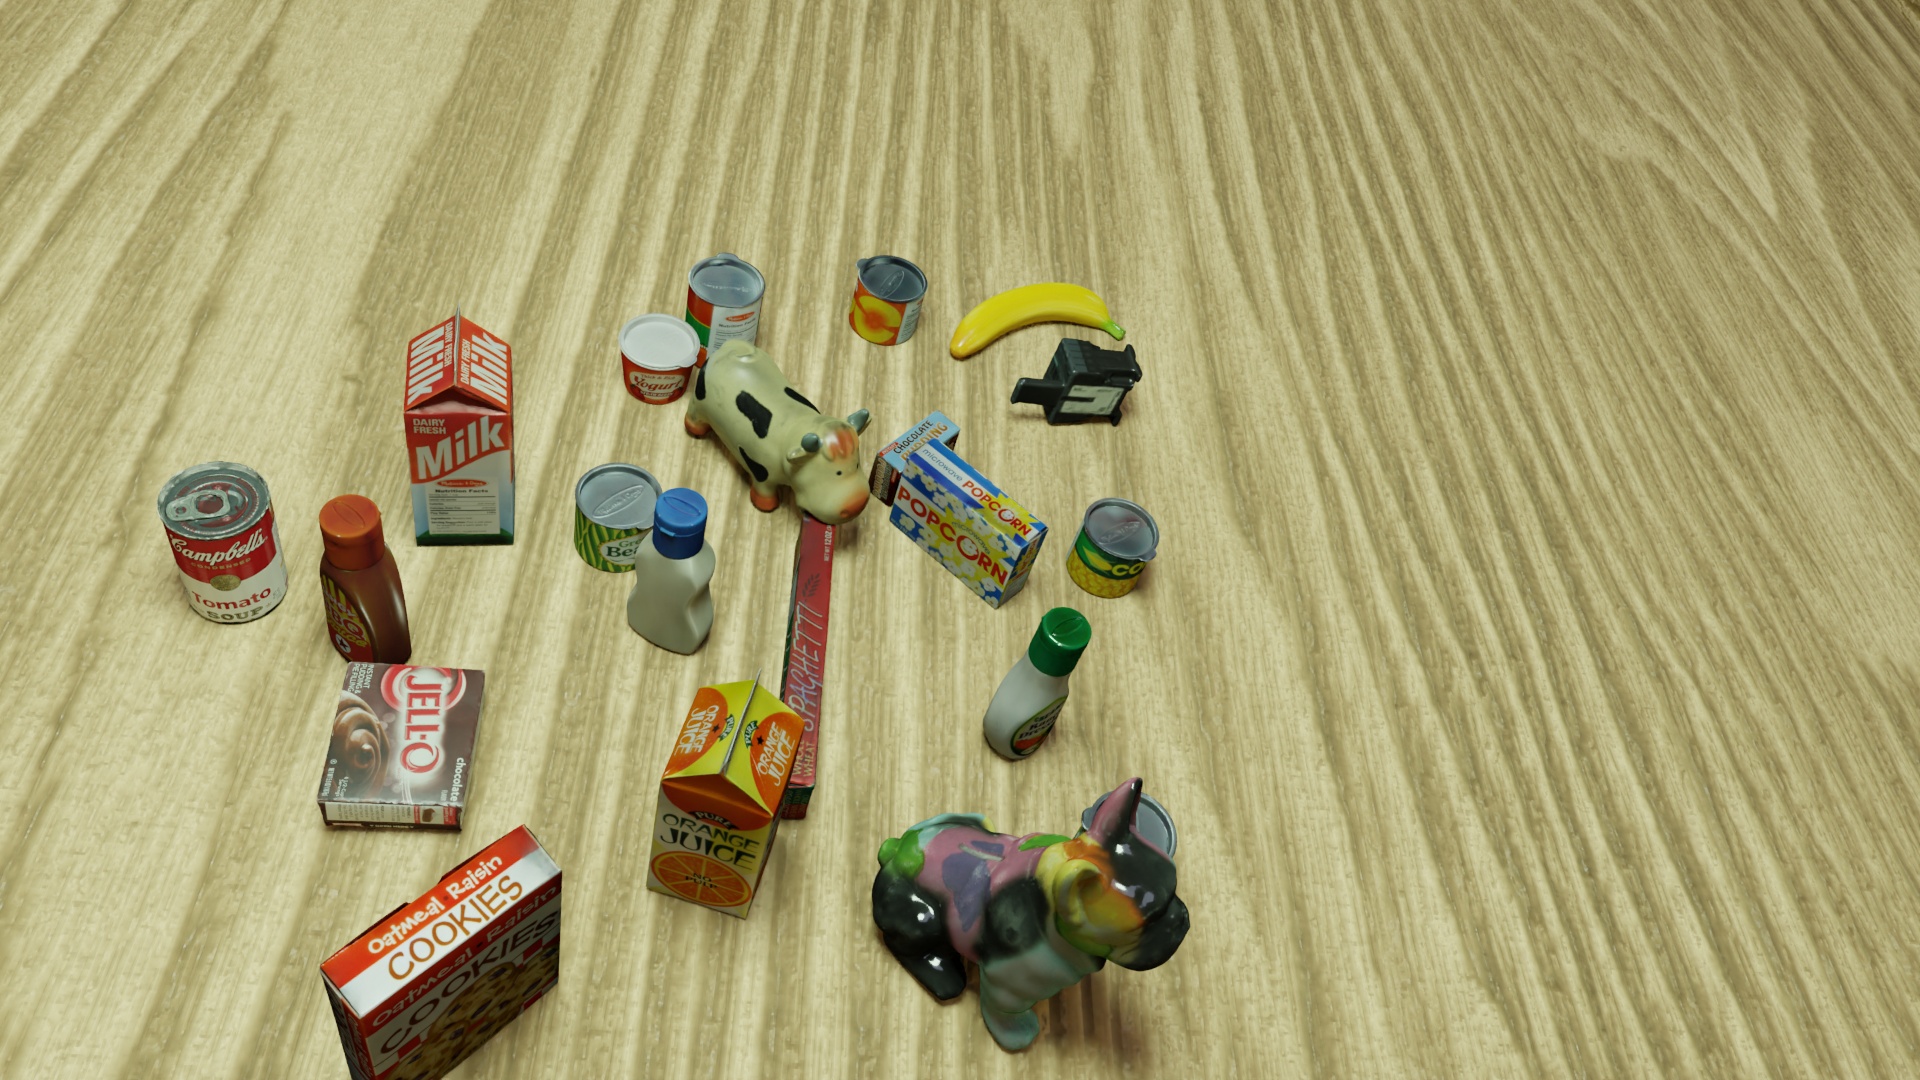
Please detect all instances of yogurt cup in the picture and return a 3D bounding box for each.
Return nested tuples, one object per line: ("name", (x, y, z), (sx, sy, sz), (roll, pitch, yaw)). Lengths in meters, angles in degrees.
("yogurt cup", (-0.263, -0.155, 1.204), (0.072, 0.053, 0.073), (9, 49, -10))

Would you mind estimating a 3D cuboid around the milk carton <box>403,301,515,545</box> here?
("milk carton", (-0.366, -0.082, 1.021), (0.073, 0.189, 0.072), (-1, 52, -17))

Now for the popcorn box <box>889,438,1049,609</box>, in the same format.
("popcorn box", (0.004, -0.014, 1.146), (0.127, 0.084, 0.038), (39, 51, 16))

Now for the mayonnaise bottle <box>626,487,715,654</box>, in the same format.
("mayonnaise bottle", (-0.208, 0.022, 1.010), (0.065, 0.147, 0.041), (26, 49, 5))

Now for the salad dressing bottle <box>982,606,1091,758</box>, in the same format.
("salad dressing bottle", (0.057, 0.105, 1.021), (0.064, 0.146, 0.044), (-25, 62, -32))

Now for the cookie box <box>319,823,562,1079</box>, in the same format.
("cookie box", (-0.288, 0.246, 0.786), (0.040, 0.166, 0.123), (41, 52, 17))

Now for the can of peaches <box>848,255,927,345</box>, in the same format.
("can of peaches", (-0.072, -0.229, 1.321), (0.071, 0.057, 0.071), (9, 49, -10))

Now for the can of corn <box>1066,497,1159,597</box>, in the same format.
("can of corn", (0.130, 0.009, 1.183), (0.071, 0.058, 0.071), (9, 49, -10))

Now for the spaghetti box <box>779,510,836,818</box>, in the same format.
("spaghetti box", (-0.118, 0.088, 1.047), (0.029, 0.049, 0.251), (9, 49, -10))

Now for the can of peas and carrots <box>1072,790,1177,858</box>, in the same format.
("can of peas and carrots", (0.113, 0.222, 1.000), (0.071, 0.058, 0.071), (9, 49, -10))

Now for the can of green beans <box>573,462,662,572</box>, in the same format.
("can of green beans", (-0.268, -0.017, 1.085), (0.071, 0.057, 0.071), (9, 49, -10))

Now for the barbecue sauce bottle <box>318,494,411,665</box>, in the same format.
("barbecue sauce bottle", (-0.407, 0.029, 0.944), (0.065, 0.147, 0.044), (37, 51, 15))

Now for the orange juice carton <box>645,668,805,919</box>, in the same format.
("orange juice carton", (-0.149, 0.160, 0.883), (0.073, 0.191, 0.072), (18, 49, -2))

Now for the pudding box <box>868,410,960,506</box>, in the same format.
("pudding box", (-0.040, -0.072, 1.205), (0.030, 0.049, 0.084), (39, 51, 16))

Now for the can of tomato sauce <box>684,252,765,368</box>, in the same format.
("can of tomato sauce", (-0.213, -0.202, 1.239), (0.071, 0.082, 0.071), (9, 50, -10))
